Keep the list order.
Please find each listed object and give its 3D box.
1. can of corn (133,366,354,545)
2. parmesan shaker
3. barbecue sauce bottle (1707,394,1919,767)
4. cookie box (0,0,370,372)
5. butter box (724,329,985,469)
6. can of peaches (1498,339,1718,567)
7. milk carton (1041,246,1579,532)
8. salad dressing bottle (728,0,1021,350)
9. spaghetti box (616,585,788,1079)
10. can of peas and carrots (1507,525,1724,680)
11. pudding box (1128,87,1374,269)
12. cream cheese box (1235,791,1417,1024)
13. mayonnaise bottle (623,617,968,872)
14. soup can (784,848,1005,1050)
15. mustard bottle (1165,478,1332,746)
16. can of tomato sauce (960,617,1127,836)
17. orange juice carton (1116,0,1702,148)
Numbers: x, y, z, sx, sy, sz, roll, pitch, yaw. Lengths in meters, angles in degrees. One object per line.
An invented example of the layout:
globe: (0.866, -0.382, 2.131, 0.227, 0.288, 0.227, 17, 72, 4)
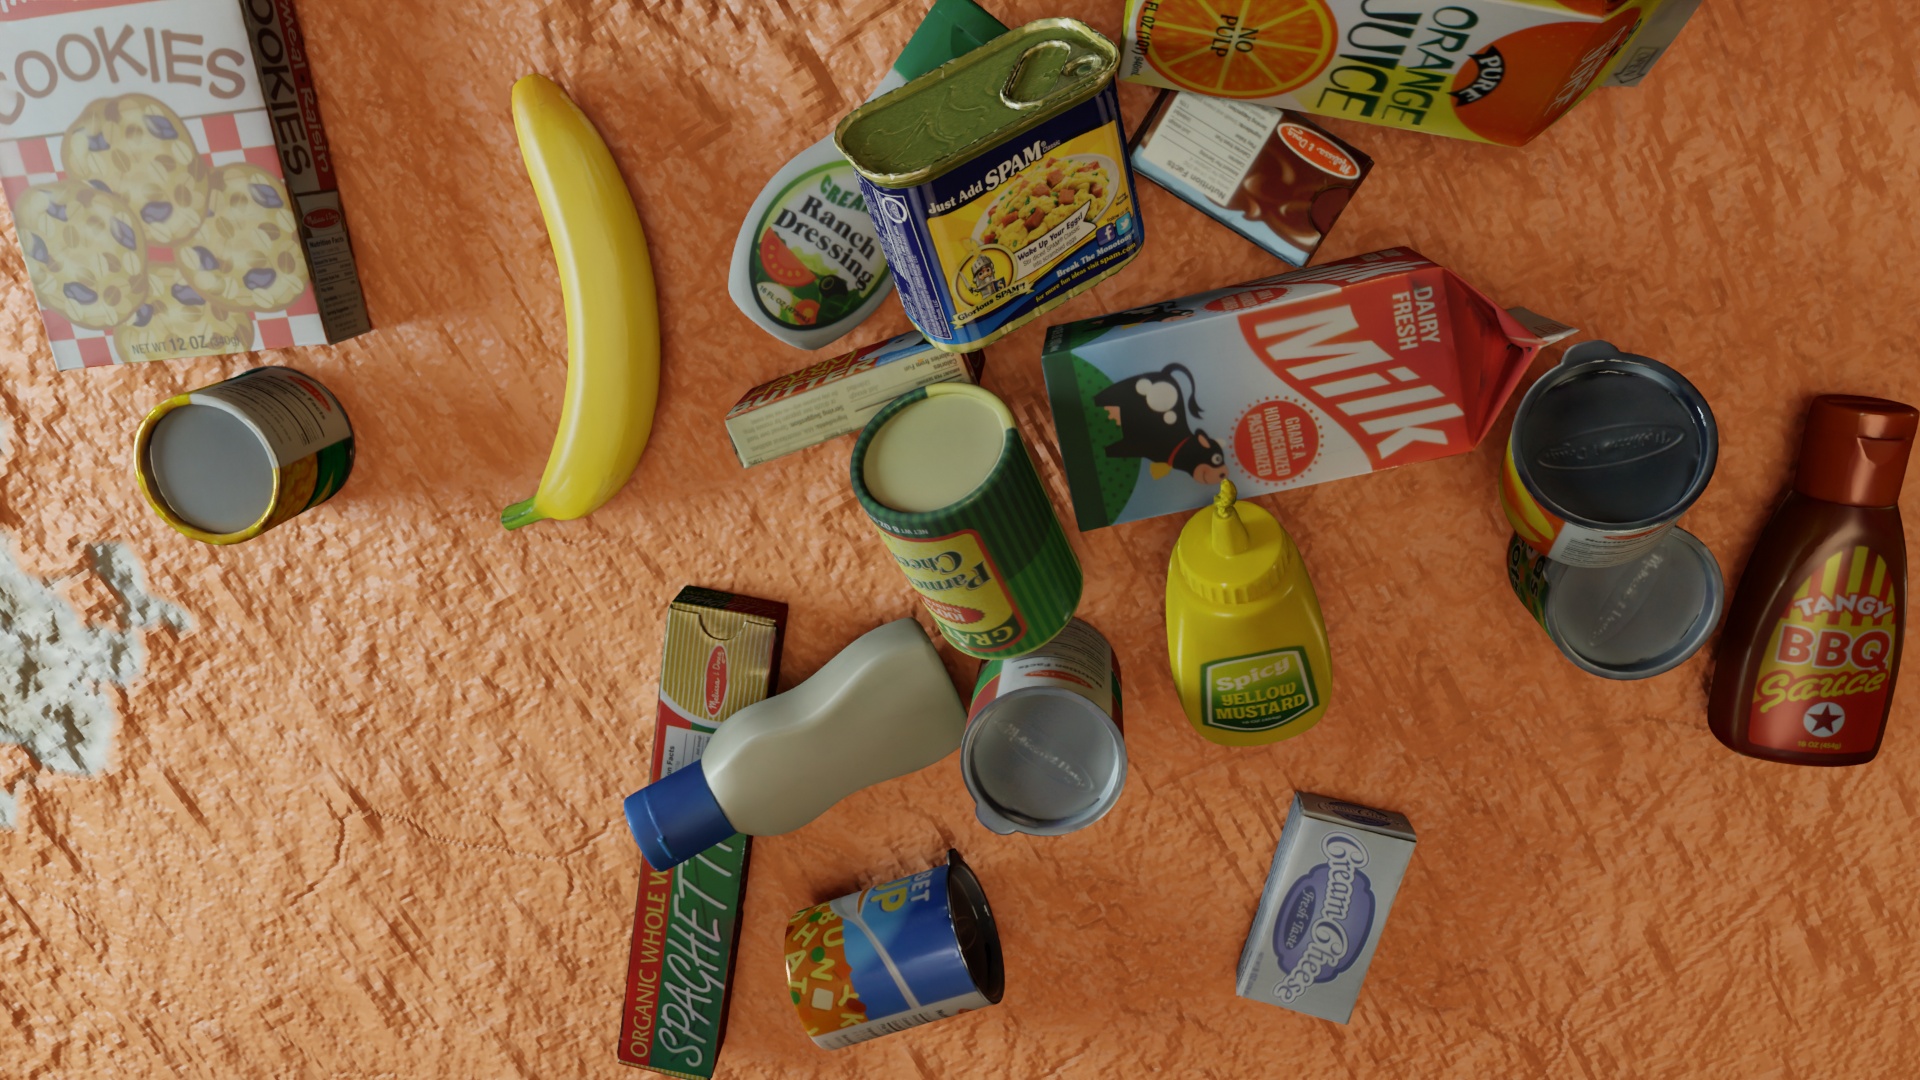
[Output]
can of corn: (-0.308, -0.035, 0.598, 0.071, 0.058, 0.071, 1, 107, 5)
parmesan shaker: (0.002, -0.007, 0.551, 0.071, 0.071, 0.102, -17, 142, 10)
barbecue sauce bottle: (0.351, 0.017, 0.564, 0.065, 0.044, 0.148, 3, 107, 5)
cookie box: (-0.328, -0.159, 0.570, 0.123, 0.040, 0.166, -5, 107, 7)
butter box: (-0.042, -0.062, 0.569, 0.103, 0.053, 0.024, -18, 108, 11)
can of peaches: (0.233, -0.030, 0.506, 0.071, 0.058, 0.071, -4, 74, 15)
milk carton: (0.132, -0.065, 0.542, 0.190, 0.072, 0.073, -12, 106, 8)
salad dressing bottle: (-0.033, -0.145, 0.546, 0.064, 0.044, 0.147, 34, 107, -13)
spaghetti box: (-0.123, 0.143, 0.653, 0.050, 0.029, 0.249, 11, 108, 2)
can of peas and carrots: (0.261, 0.014, 0.563, 0.071, 0.059, 0.070, 2, 107, 5)
pudding box: (0.110, -0.147, 0.540, 0.084, 0.030, 0.049, 29, 106, -4)
cream cheese box: (0.166, 0.169, 0.638, 0.053, 0.024, 0.103, 14, 108, 0)
mayonnaise bottle: (-0.071, 0.093, 0.603, 0.148, 0.041, 0.064, -27, 116, -6)
soup can: (-0.031, 0.189, 0.642, 0.084, 0.071, 0.071, -20, 105, 11)
mustard bottle: (0.109, 0.028, 0.544, 0.065, 0.049, 0.159, -13, 144, 10)
can of tomato sauce: (0.036, 0.077, 0.590, 0.071, 0.083, 0.071, 2, 108, 5)
orange juice carton: (0.157, -0.196, 0.485, 0.193, 0.071, 0.073, 10, 71, 2)
